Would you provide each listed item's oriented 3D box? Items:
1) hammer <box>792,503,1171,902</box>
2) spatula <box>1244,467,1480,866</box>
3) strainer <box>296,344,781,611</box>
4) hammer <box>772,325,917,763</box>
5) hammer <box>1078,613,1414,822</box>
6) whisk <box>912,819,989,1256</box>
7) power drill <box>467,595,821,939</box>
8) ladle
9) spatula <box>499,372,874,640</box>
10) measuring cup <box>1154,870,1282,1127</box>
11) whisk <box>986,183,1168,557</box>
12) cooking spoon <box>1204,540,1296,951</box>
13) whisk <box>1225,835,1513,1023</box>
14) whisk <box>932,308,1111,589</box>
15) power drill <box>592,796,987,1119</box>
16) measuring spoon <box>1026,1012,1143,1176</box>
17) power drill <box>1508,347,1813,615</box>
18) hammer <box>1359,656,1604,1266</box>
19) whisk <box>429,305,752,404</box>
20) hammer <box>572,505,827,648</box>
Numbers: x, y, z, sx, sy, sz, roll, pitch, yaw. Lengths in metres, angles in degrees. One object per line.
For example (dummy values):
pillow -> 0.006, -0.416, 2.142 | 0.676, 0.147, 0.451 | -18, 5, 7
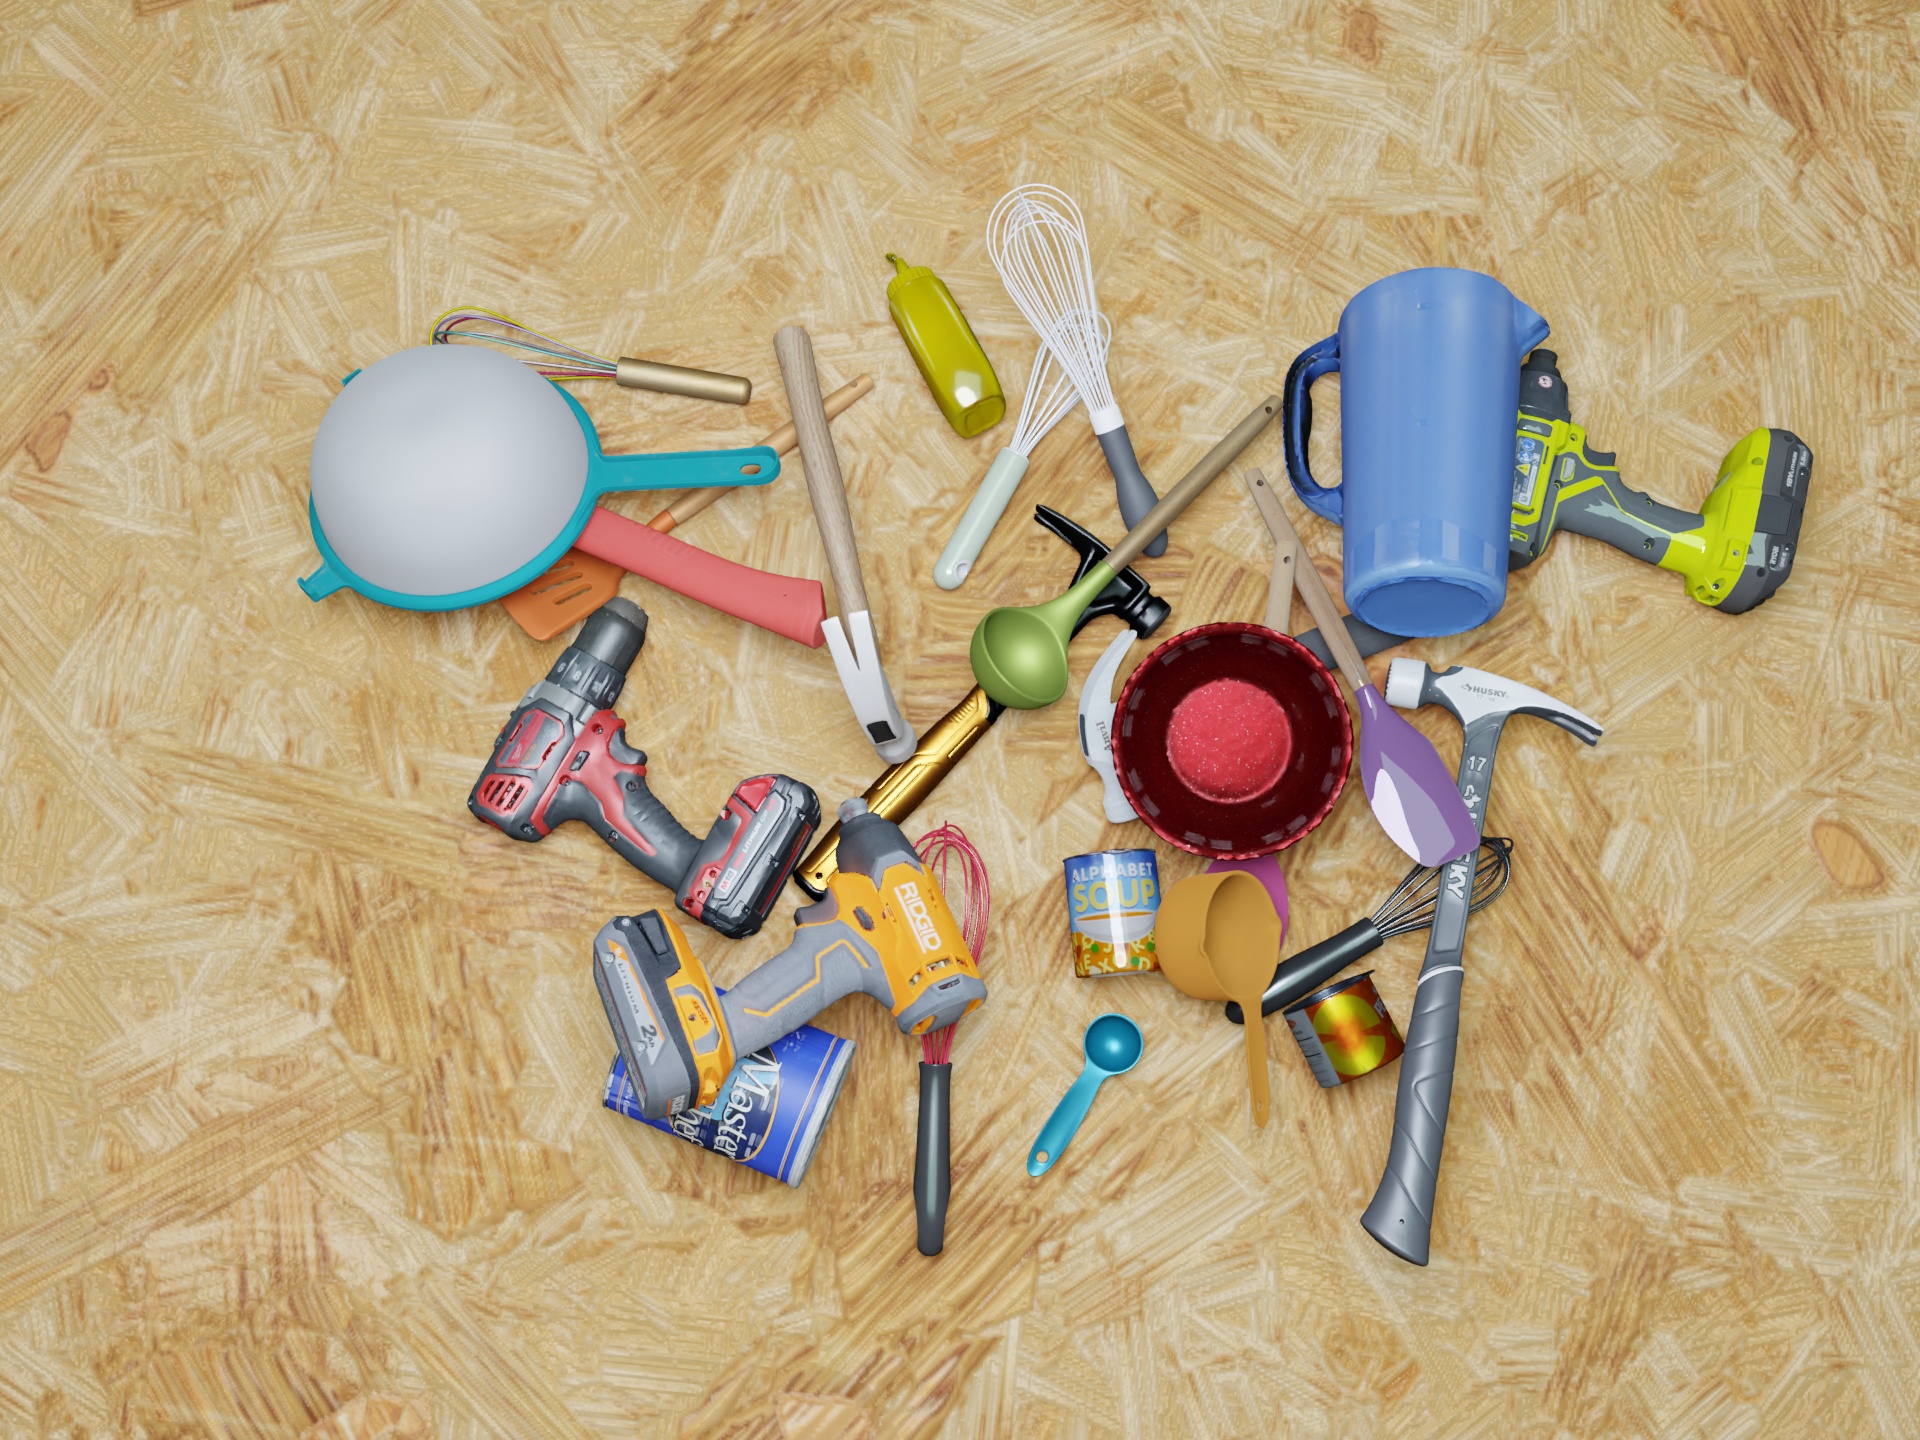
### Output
hammer -> -0.002, -0.004, 1.154 | 0.127, 0.034, 0.337 | 42, 80, 6
spatula -> 0.270, -0.044, 1.116 | 0.060, 0.018, 0.316 | -21, 72, -2
strainer -> -0.299, -0.189, 1.094 | 0.340, 0.095, 0.211 | -2, 63, 5
hammer -> -0.090, -0.140, 1.126 | 0.031, 0.130, 0.332 | -16, 68, 3
hammer -> 0.240, -0.041, 1.159 | 0.331, 0.033, 0.128 | -20, 98, -9
whisk -> -0.017, 0.217, 1.096 | 0.073, 0.073, 0.296 | 2, 83, -1
power drill -> -0.211, 0.032, 1.124 | 0.227, 0.080, 0.188 | 27, 78, 7
ladle -> 0.128, -0.129, 1.139 | 0.320, 0.062, 0.078 | -45, 96, -12
spatula -> -0.197, -0.169, 1.182 | 0.322, 0.041, 0.081 | -37, 68, -10
measuring cup -> 0.177, 0.189, 1.084 | 0.095, 0.052, 0.173 | -7, 90, -46
whisk -> 0.096, -0.250, 1.157 | 0.070, 0.070, 0.284 | -25, 105, -6
cooking spoon -> 0.212, 0.031, 1.129 | 0.068, 0.017, 0.319 | 7, 92, -1
whisk -> 0.290, 0.148, 1.124 | 0.239, 0.055, 0.055 | -30, 80, -3
whisk -> 0.044, -0.205, 1.197 | 0.059, 0.057, 0.246 | 23, 80, 39
power drill -> -0.114, 0.145, 1.016 | 0.226, 0.084, 0.164 | -17, 66, -21
measuring spoon -> 0.083, 0.262, 1.113 | 0.042, 0.021, 0.128 | 32, 88, 5
power drill -> 0.498, -0.177, 1.182 | 0.223, 0.080, 0.171 | 16, 78, 5
hammer -> 0.330, 0.154, 1.065 | 0.149, 0.036, 0.409 | 11, 70, 14
whisk -> -0.280, -0.272, 1.202 | 0.245, 0.051, 0.047 | 9, 72, -2
hammer -> -0.258, -0.125, 1.132 | 0.359, 0.036, 0.149 | 24, 68, 14
